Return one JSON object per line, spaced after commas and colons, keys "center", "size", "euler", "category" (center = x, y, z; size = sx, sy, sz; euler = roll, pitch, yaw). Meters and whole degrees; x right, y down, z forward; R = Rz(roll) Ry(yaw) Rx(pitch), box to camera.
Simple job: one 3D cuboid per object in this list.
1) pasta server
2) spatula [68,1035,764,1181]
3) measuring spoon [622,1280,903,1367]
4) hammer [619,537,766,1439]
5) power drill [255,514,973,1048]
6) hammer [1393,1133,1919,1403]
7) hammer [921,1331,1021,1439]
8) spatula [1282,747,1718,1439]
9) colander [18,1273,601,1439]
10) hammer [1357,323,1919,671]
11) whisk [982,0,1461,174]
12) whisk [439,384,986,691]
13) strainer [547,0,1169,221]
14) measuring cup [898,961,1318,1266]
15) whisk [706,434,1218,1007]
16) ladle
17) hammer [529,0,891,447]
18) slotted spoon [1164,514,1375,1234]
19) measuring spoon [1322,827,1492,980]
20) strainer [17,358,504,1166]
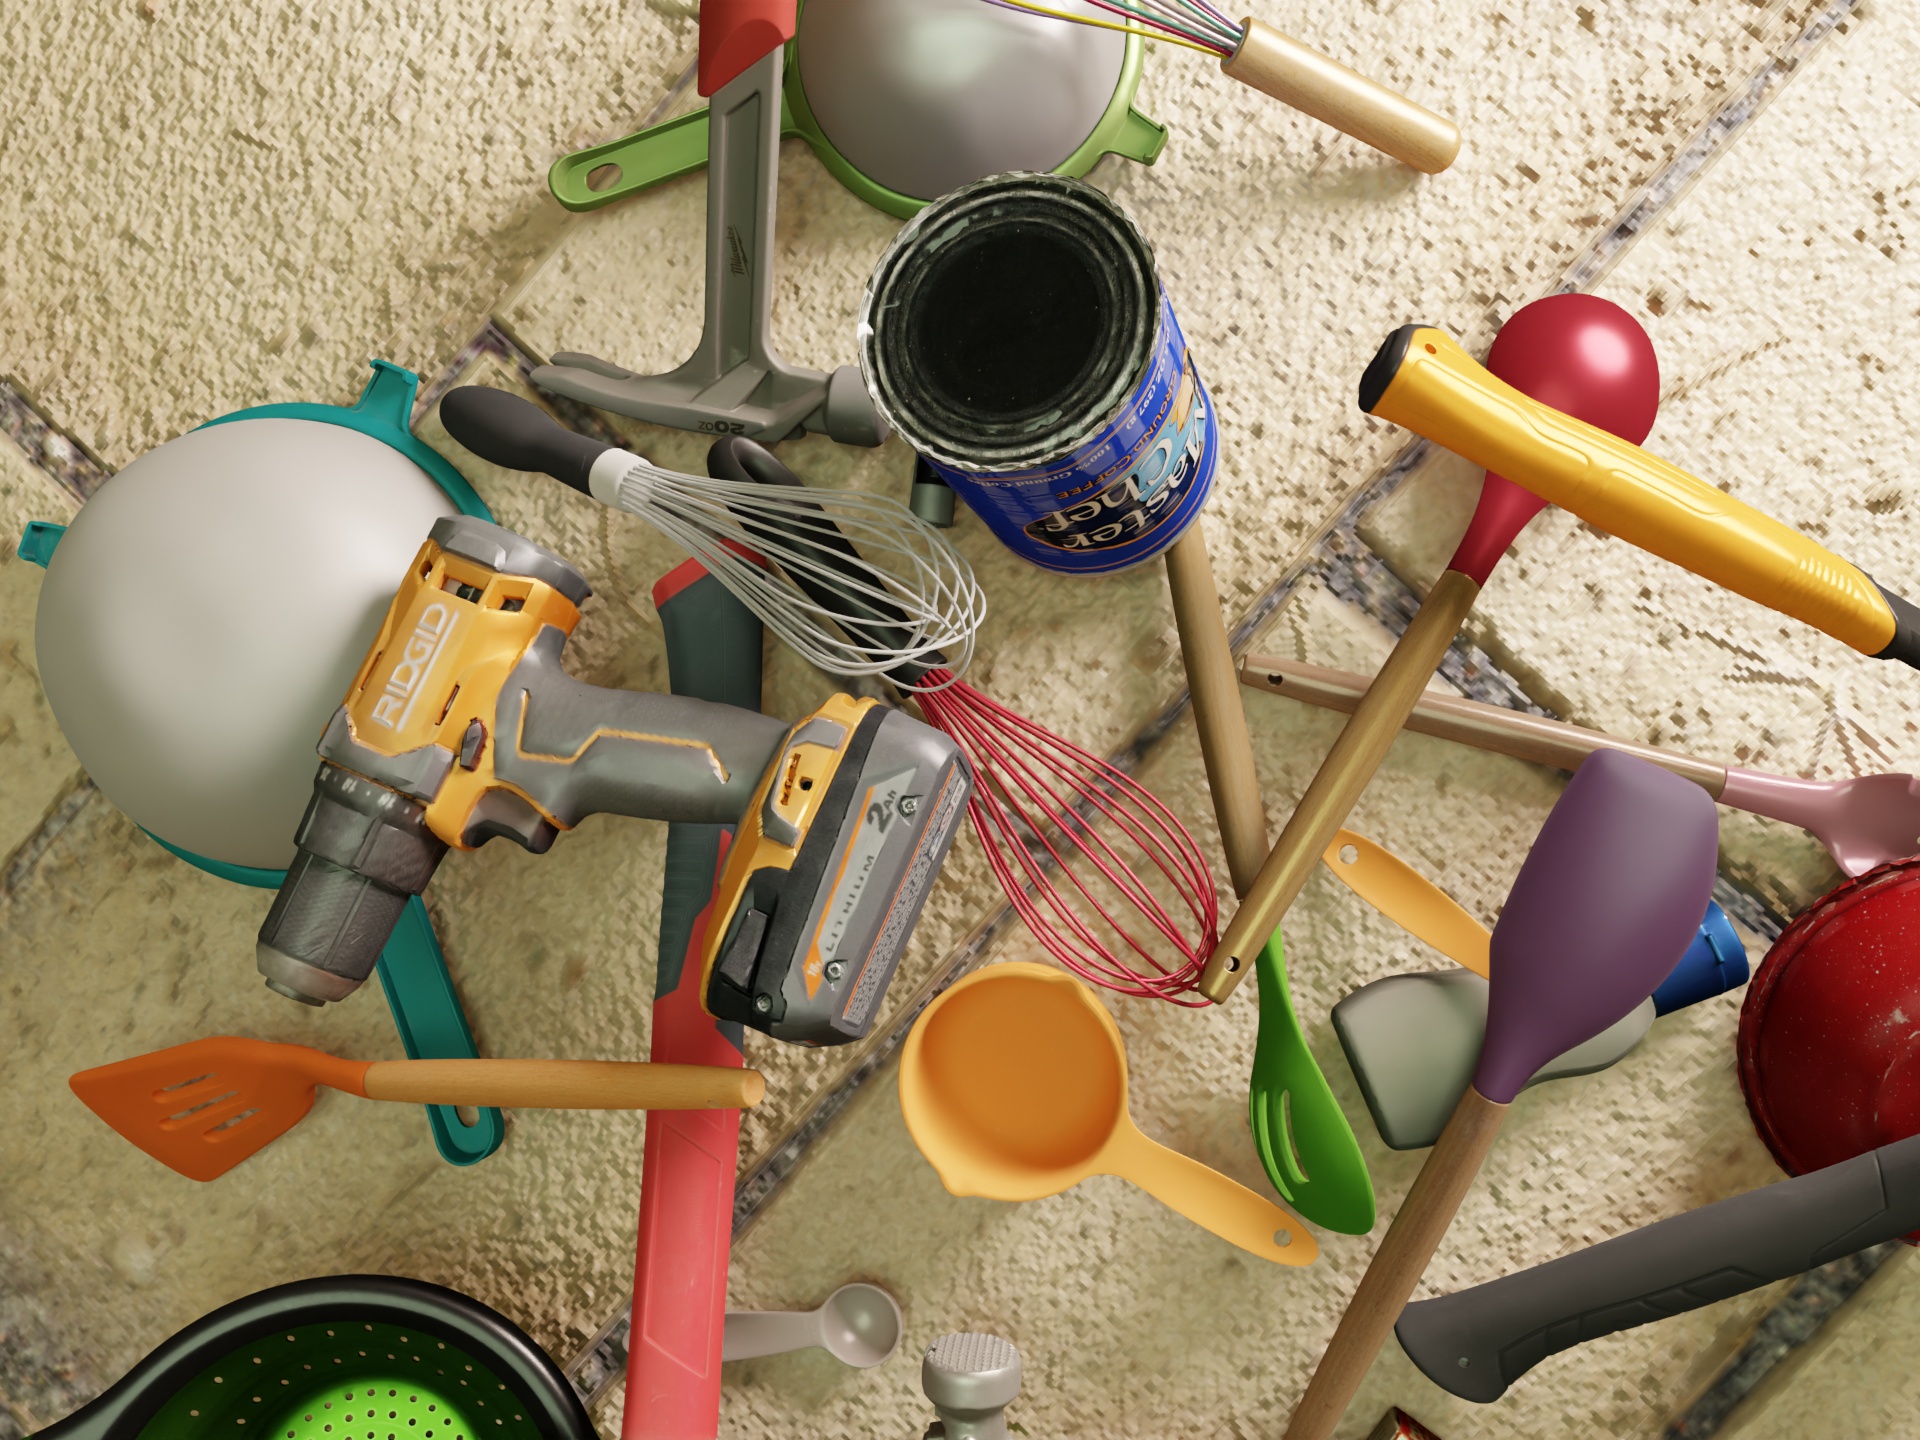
{"center": [0.263, 0.019, 0.606], "size": [0.316, 0.040, 0.060], "euler": [14, 107, 8], "category": "pasta server"}
{"center": [-0.210, 0.146, 0.606], "size": [0.322, 0.041, 0.080], "euler": [-7, 132, 30], "category": "spatula"}
{"center": [-0.082, 0.251, 0.660], "size": [0.124, 0.018, 0.034], "euler": [-9, 88, 14], "category": "measuring spoon"}
{"center": [-0.087, 0.120, 0.620], "size": [0.143, 0.038, 0.386], "euler": [5, 79, -11], "category": "hammer"}
{"center": [-0.131, 0.044, 0.569], "size": [0.226, 0.084, 0.185], "euler": [22, 79, 13], "category": "power drill"}
{"center": [0.299, 0.161, 0.541], "size": [0.334, 0.035, 0.146], "euler": [-33, 92, 28], "category": "hammer"}
{"center": [0.188, 0.313, 0.585], "size": [0.410, 0.038, 0.146], "euler": [1, 91, 4], "category": "hammer"}
{"center": [0.185, 0.158, 0.581], "size": [0.060, 0.018, 0.315], "euler": [28, 109, 19], "category": "spatula"}
{"center": [-0.160, 0.318, 0.637], "size": [0.397, 0.094, 0.204], "euler": [0, 79, -11], "category": "colander"}
{"center": [0.292, -0.044, 0.554], "size": [0.337, 0.034, 0.127], "euler": [28, 50, 1], "category": "hammer"}
{"center": [0.085, -0.265, 0.590], "size": [0.244, 0.051, 0.047], "euler": [19, 75, -17], "category": "whisk"}
{"center": [-0.107, -0.083, 0.608], "size": [0.285, 0.070, 0.070], "euler": [26, 93, 29], "category": "whisk"}
{"center": [-0.052, -0.263, 0.634], "size": [0.256, 0.069, 0.151], "euler": [-18, 87, 5], "category": "strainer"}
{"center": [0.059, 0.159, 0.623], "size": [0.173, 0.052, 0.095], "euler": [29, 93, 5], "category": "measuring cup"}
{"center": [-0.001, -0.002, 0.625], "size": [0.073, 0.073, 0.296], "euler": [-42, 83, 5], "category": "whisk"}
{"center": [0.173, -0.031, 0.595], "size": [0.069, 0.031, 0.315], "euler": [32, 84, 4], "category": "ladle"}
{"center": [-0.084, -0.274, 0.567], "size": [0.149, 0.037, 0.358], "euler": [11, 122, 6], "category": "hammer"}
{"center": [0.109, 0.044, 0.621], "size": [0.031, 0.070, 0.314], "euler": [-8, 82, -16], "category": "slotted spoon"}
{"center": [0.182, 0.076, 0.606], "size": [0.117, 0.011, 0.021], "euler": [39, 96, 35], "category": "measuring spoon"}
{"center": [-0.270, 0.026, 0.644], "size": [0.211, 0.095, 0.340], "euler": [-23, 85, 6], "category": "strainer"}
